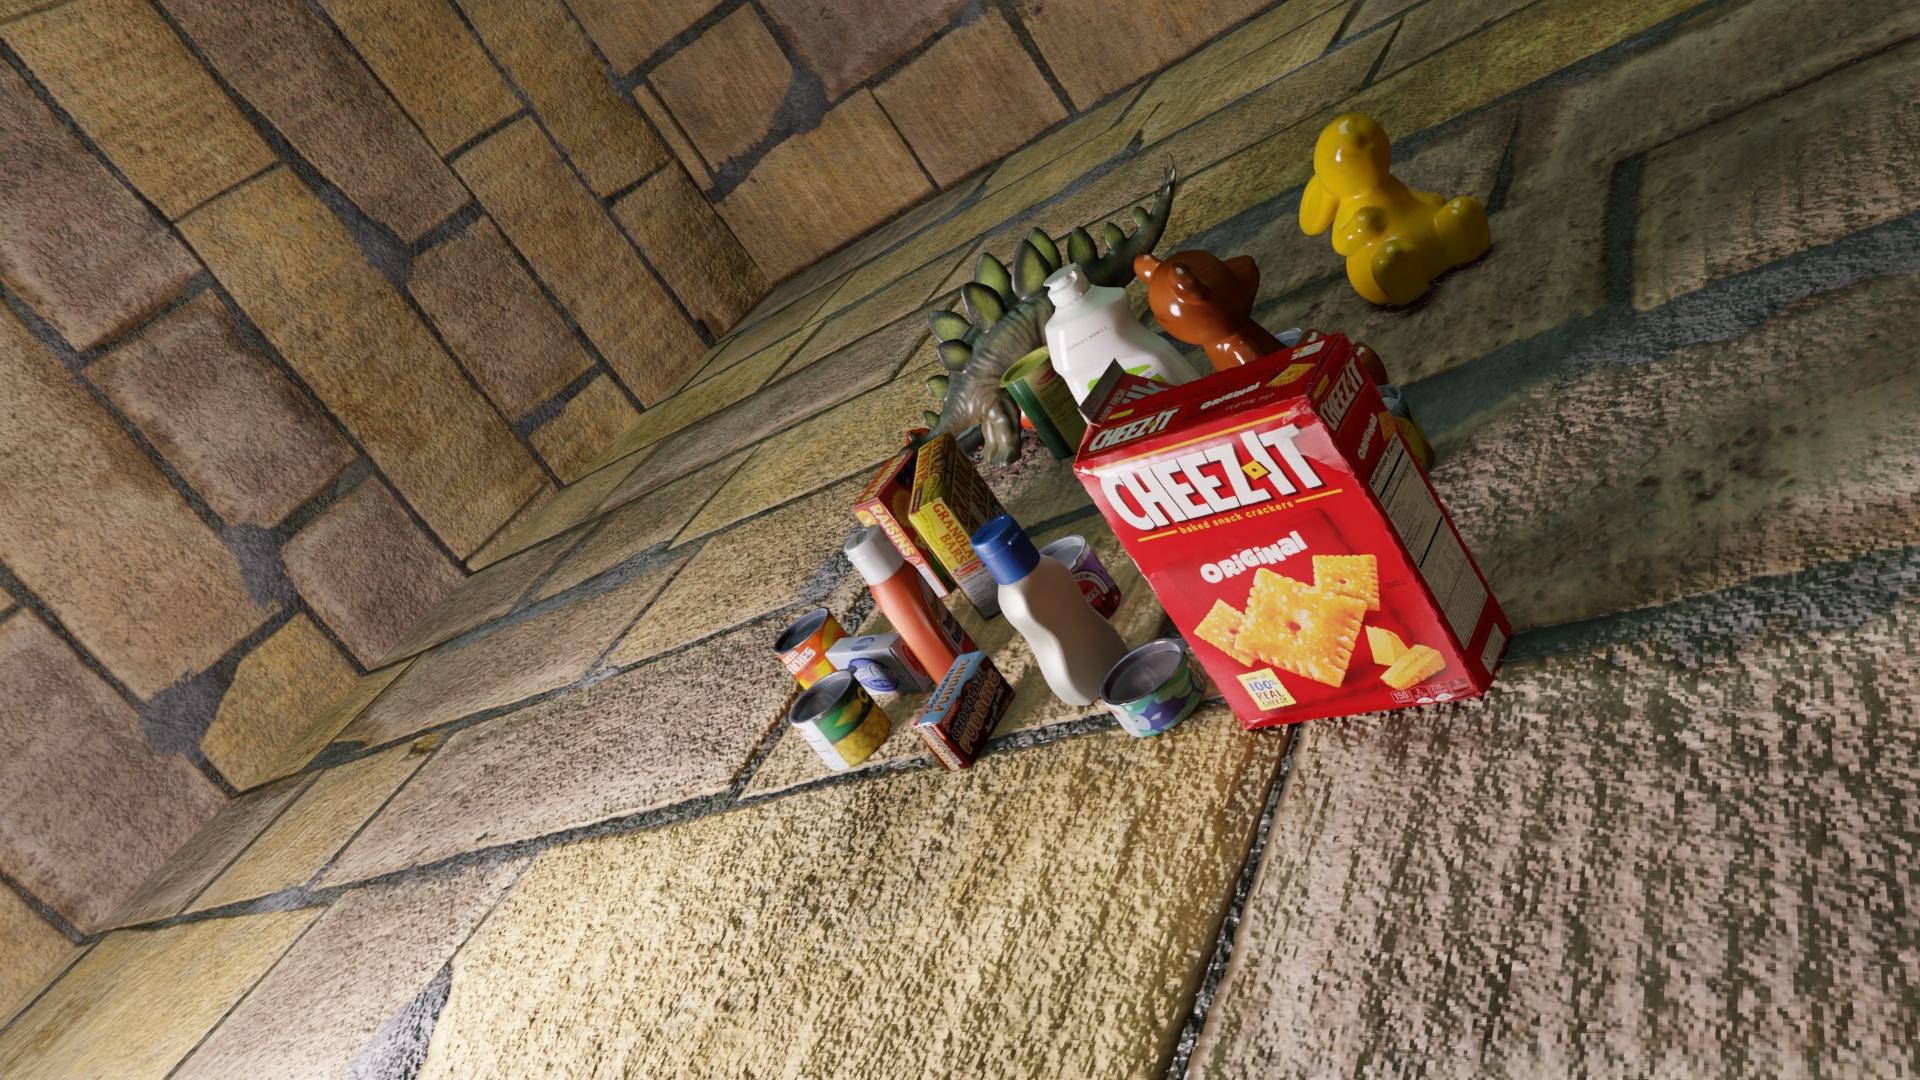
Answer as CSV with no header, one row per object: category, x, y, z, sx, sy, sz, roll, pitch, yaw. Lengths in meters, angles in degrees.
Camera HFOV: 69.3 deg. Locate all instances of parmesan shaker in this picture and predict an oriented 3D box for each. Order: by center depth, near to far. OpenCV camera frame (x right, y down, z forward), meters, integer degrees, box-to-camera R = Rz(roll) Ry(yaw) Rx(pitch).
parmesan shaker,0.096,-0.143,1.459,0.071,0.103,0.071,-31,20,13

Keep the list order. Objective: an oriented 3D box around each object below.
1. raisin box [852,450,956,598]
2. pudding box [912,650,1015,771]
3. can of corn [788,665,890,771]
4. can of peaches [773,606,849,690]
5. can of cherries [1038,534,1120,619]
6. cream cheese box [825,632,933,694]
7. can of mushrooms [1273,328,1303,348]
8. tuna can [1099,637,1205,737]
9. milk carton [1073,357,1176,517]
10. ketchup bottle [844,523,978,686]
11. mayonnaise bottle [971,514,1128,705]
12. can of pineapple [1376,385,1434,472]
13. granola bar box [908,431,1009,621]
raisin box,-0.041,-0.014,1.356,0.040,0.123,0.086,-19,25,40
pudding box,0.003,0.130,1.065,0.030,0.049,0.084,-18,26,42
can of corn,-0.099,0.150,1.174,0.071,0.058,0.071,-31,20,13
can of peaches,-0.138,0.108,1.334,0.071,0.058,0.071,-31,20,13
can of cherries,0.088,0.039,1.120,0.071,0.058,0.072,-31,20,13
cream cheese box,-0.071,0.110,1.227,0.103,0.053,0.024,-10,32,51
can of mushrooms,0.295,-0.163,1.280,0.071,0.033,0.071,-31,20,13
tuna can,0.133,0.099,0.946,0.071,0.032,0.071,-31,20,13
milk carton,0.149,-0.039,1.003,0.073,0.190,0.073,-18,26,41
ketchup bottle,-0.041,0.054,1.164,0.043,0.148,0.065,-31,20,14
mayonnaise bottle,0.062,0.048,1.008,0.065,0.147,0.041,-47,22,-29
can of pineapple,0.305,-0.071,1.017,0.071,0.057,0.071,-31,20,13
granola bar box,0.005,-0.016,1.286,0.039,0.124,0.166,-31,20,15
